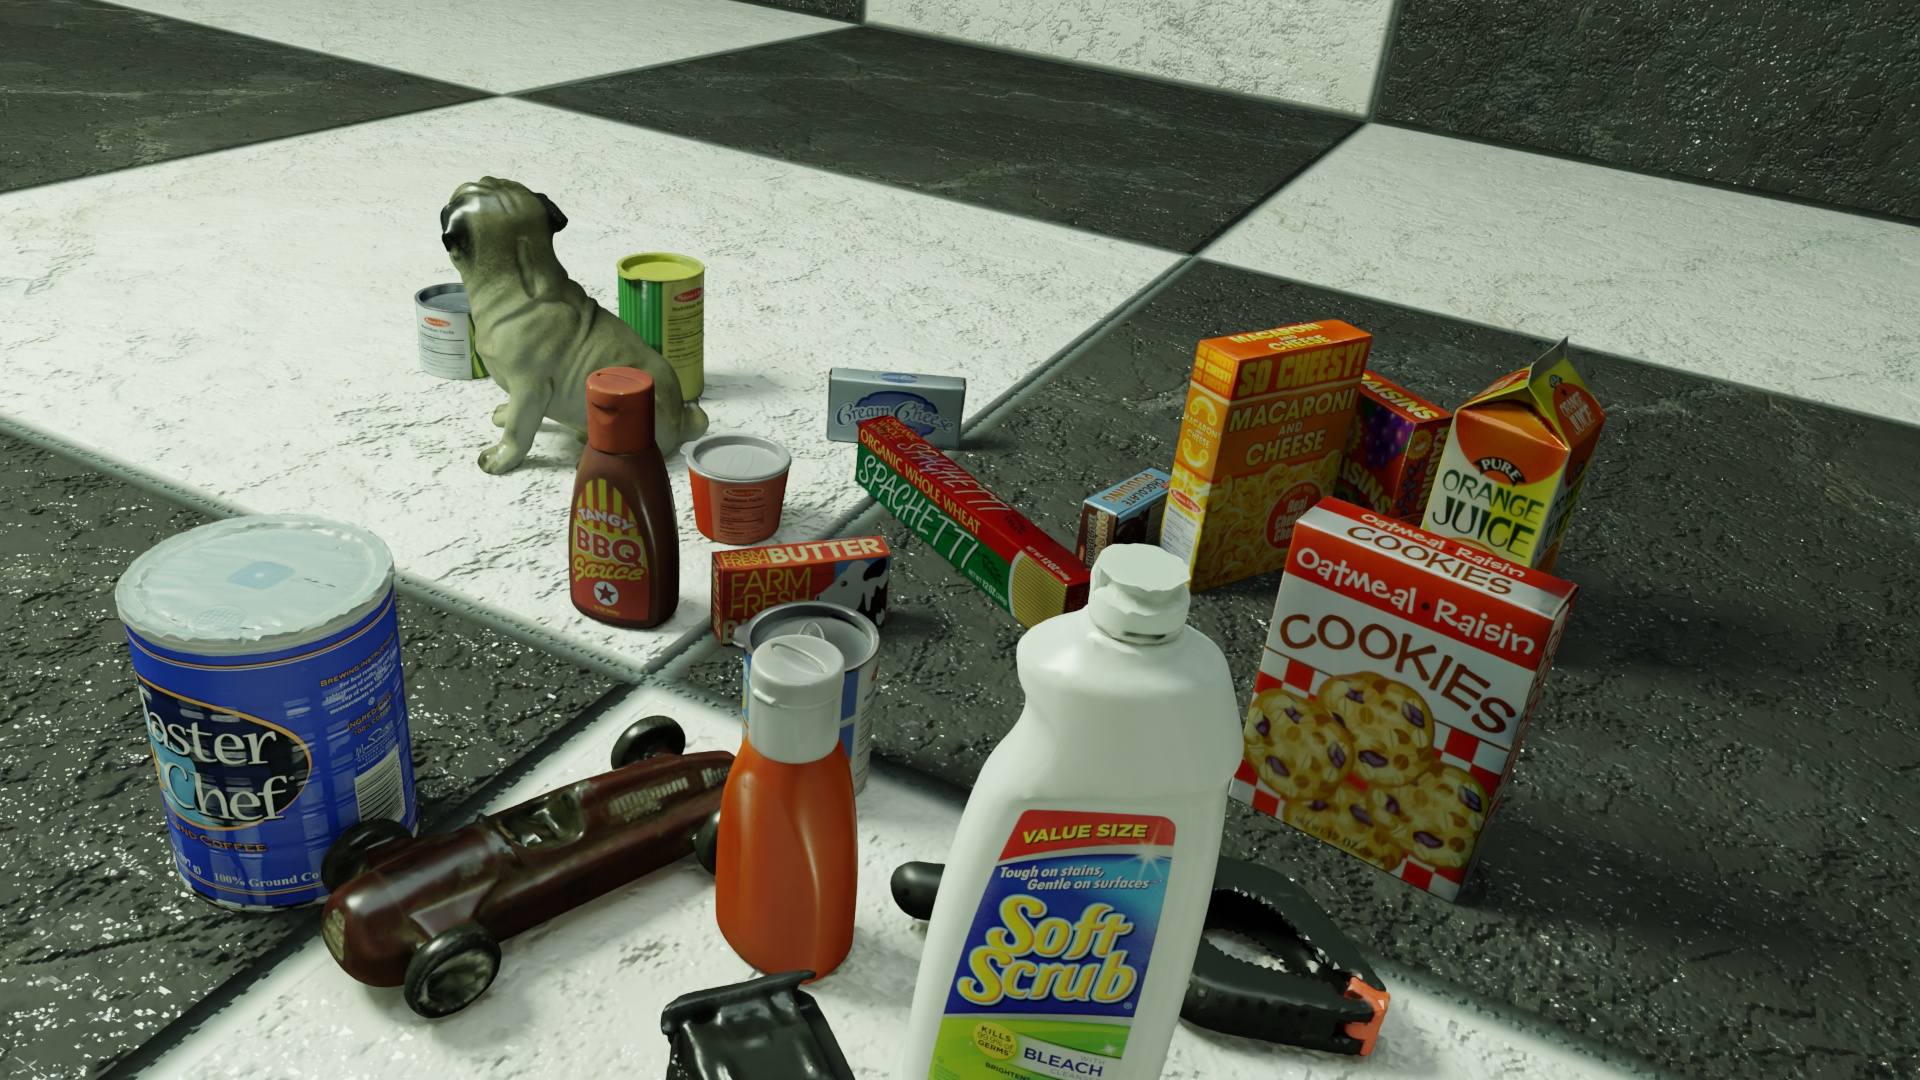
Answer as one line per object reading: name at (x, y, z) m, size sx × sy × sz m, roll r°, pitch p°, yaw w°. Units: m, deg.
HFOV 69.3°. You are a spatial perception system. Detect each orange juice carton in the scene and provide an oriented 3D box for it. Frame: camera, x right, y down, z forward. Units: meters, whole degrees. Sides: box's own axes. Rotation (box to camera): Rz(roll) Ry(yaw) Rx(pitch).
orange juice carton at (0.341, -0.031, 0.869) m, size 0.073 × 0.191 × 0.072 m, roll 26°, pitch 34°, yaw 31°

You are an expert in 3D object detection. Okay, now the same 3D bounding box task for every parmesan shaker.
parmesan shaker at (-0.235, -0.164, 1.081) m, size 0.071 × 0.102 × 0.071 m, roll 5°, pitch 29°, yaw -3°

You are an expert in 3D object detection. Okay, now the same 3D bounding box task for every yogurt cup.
yogurt cup at (-0.146, -0.033, 0.913) m, size 0.072 × 0.053 × 0.073 m, roll 5°, pitch 29°, yaw -3°

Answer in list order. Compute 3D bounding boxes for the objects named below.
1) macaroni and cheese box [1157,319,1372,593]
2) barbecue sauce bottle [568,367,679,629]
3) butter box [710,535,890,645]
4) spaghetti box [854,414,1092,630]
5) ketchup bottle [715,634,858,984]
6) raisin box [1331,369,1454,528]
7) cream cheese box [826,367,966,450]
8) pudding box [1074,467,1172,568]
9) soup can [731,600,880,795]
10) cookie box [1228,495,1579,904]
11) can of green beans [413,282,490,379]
macaroni and cheese box at (0.197, -0.056, 0.912) m, size 0.124 × 0.165 × 0.040 m, roll -13°, pitch 34°, yaw -32°
barbecue sauce bottle at (-0.192, -0.024, 0.789) m, size 0.065 × 0.147 × 0.044 m, roll 14°, pitch 29°, yaw 14°
butter box at (-0.094, 0.029, 0.814) m, size 0.104 × 0.052 × 0.024 m, roll -5°, pitch 31°, yaw -20°
spaghetti box at (0.003, -0.011, 0.910) m, size 0.029 × 0.050 × 0.251 m, roll -13°, pitch 34°, yaw -32°
ketchup bottle at (-0.071, 0.110, 0.572) m, size 0.065 × 0.148 × 0.044 m, roll 25°, pitch 33°, yaw 30°
raisin box at (0.281, -0.044, 0.952) m, size 0.040 × 0.122 × 0.086 m, roll -9°, pitch 32°, yaw -26°
cream cheese box at (-0.049, -0.100, 1.055) m, size 0.104 × 0.053 × 0.024 m, roll 4°, pitch 29°, yaw -4°
pudding box at (0.114, -0.013, 0.936) m, size 0.030 × 0.049 × 0.084 m, roll 26°, pitch 34°, yaw 32°
soup can at (-0.078, 0.082, 0.689) m, size 0.071 × 0.083 × 0.072 m, roll 5°, pitch 29°, yaw -3°
cookie box at (0.208, 0.076, 0.674) m, size 0.123 × 0.166 × 0.040 m, roll 23°, pitch 33°, yaw 28°
can of green beans at (-0.394, -0.166, 1.097) m, size 0.071 × 0.057 × 0.071 m, roll 5°, pitch 29°, yaw -3°
